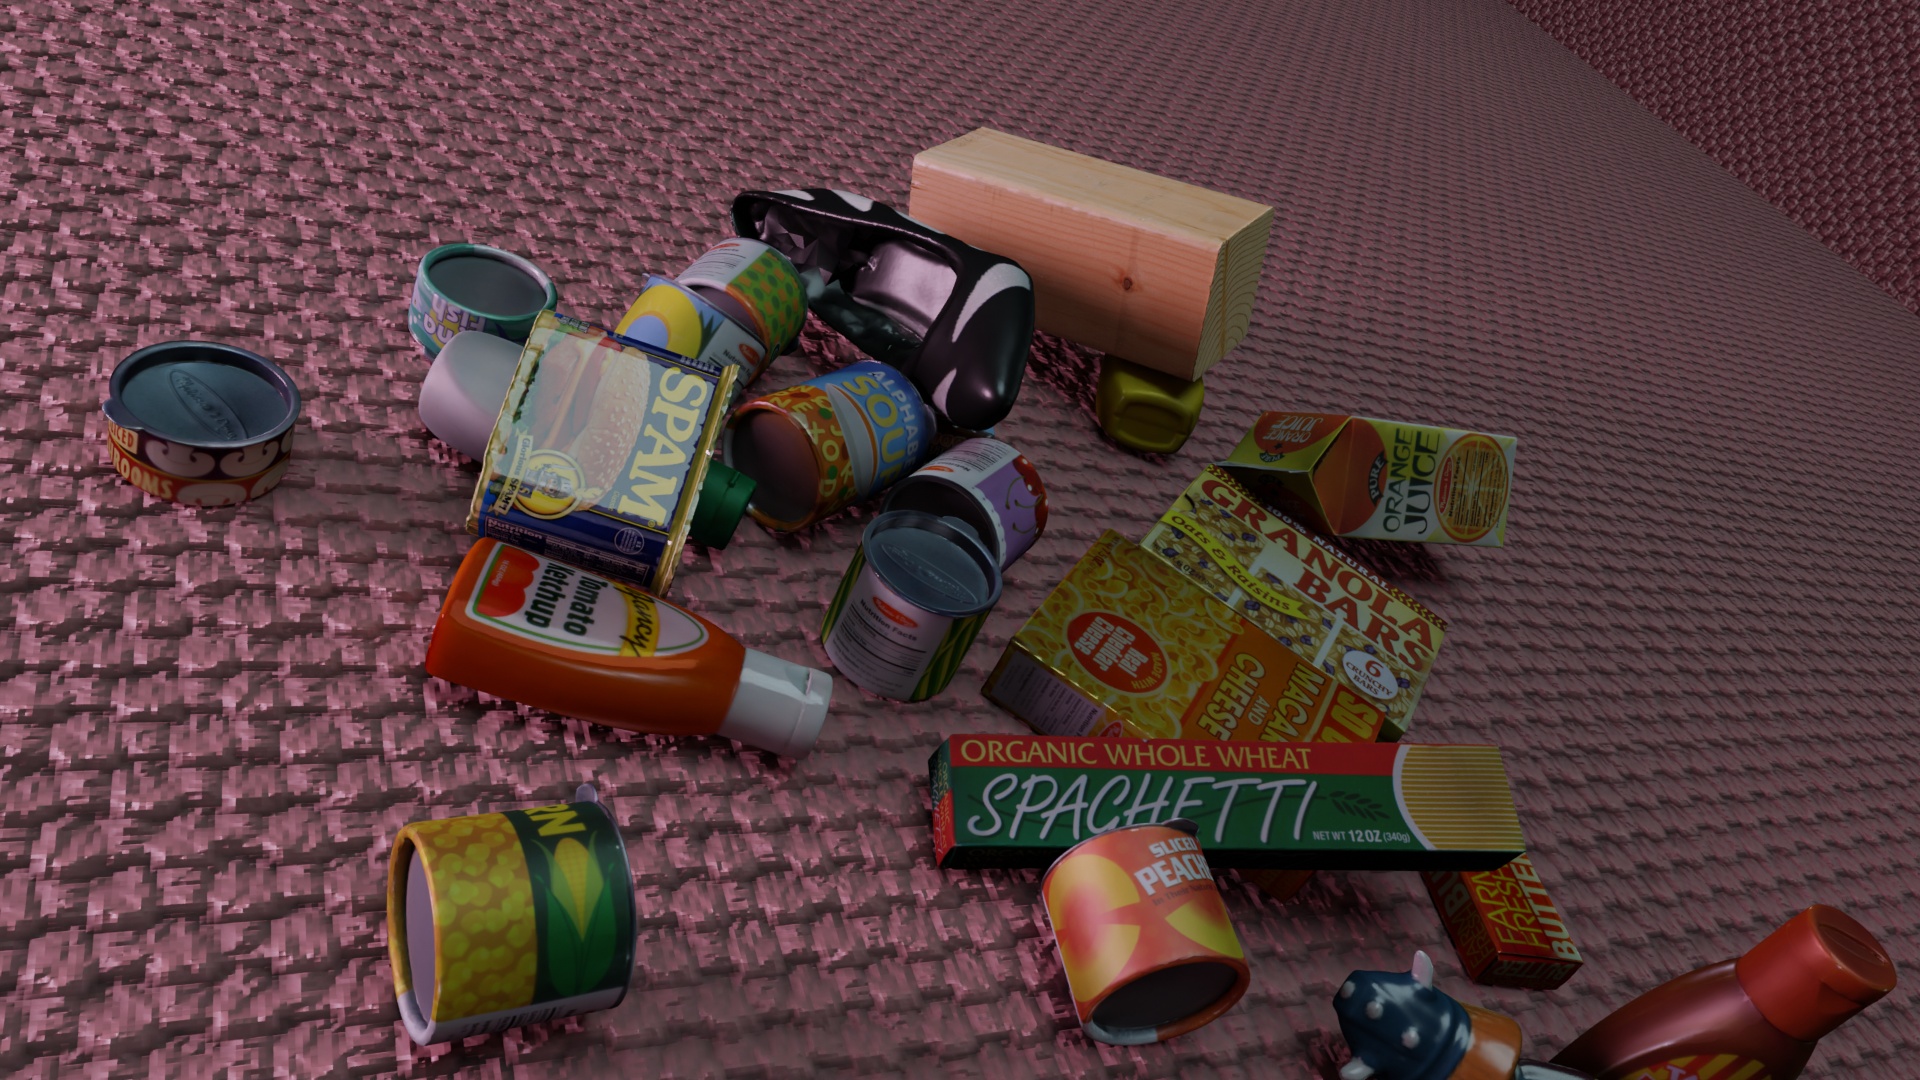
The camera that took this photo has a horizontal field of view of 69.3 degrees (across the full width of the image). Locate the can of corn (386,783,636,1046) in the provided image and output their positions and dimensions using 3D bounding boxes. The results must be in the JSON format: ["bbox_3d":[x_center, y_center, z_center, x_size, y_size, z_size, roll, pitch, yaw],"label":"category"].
[{"bbox_3d":[-0.140,0.114,0.429,0.058,0.070,0.071,-1,45,-34],"label":"can of corn"}]

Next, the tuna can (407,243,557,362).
[{"bbox_3d":[-0.234,-0.113,0.678,0.071,0.032,0.071,18,36,-14],"label":"tuna can"}]

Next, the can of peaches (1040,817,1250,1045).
[{"bbox_3d":[0.071,0.148,0.526,0.071,0.071,0.058,9,41,-25],"label":"can of peaches"}]

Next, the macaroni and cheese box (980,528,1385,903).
[{"bbox_3d":[0.110,0.078,0.665,0.166,0.040,0.124,35,37,10],"label":"macaroni and cheese box"}]

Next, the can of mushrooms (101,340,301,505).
[{"bbox_3d":[-0.302,-0.046,0.550,0.071,0.033,0.071,19,37,-14],"label":"can of mushrooms"}]

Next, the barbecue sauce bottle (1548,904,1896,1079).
[{"bbox_3d":[0.295,0.199,0.545,0.065,0.147,0.044,29,35,1],"label":"barbecue sauce bottle"}]

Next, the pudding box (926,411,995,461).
[{"bbox_3d":[-0.010,-0.079,0.788,0.050,0.030,0.084,14,38,-18],"label":"pudding box"}]

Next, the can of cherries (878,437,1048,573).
[{"bbox_3d":[0.002,-0.009,0.683,0.071,0.071,0.059,36,35,11],"label":"can of cherries"}]

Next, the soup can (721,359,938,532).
[{"bbox_3d":[-0.063,-0.047,0.679,0.071,0.071,0.084,40,37,16],"label":"soup can"}]

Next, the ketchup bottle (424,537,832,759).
[{"bbox_3d":[-0.126,0.048,0.543,0.149,0.043,0.065,20,30,-13],"label":"ketchup bottle"}]

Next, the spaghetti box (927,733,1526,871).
[{"bbox_3d":[0.112,0.111,0.580,0.250,0.028,0.050,3,58,-11],"label":"spaghetti box"}]

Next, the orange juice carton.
[{"bbox_3d":[0.247,-0.038,0.851,0.193,0.073,0.072,3,6,-31],"label":"orange juice carton"}]

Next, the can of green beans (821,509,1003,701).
[{"bbox_3d":[-0.022,0.029,0.622,0.071,0.057,0.071,18,37,-14],"label":"can of green beans"}]

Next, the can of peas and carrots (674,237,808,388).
[{"bbox_3d":[-0.120,-0.116,0.733,0.071,0.070,0.059,28,36,0],"label":"can of peas and carrots"}]

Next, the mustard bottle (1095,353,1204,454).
[{"bbox_3d":[0.124,-0.116,0.908,0.065,0.048,0.161,17,36,-4],"label":"mustard bottle"}]

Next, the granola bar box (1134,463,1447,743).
[{"bbox_3d":[0.178,0.036,0.764,0.166,0.038,0.125,36,36,10],"label":"granola bar box"}]

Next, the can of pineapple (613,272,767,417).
[{"bbox_3d":[-0.137,-0.086,0.667,0.071,0.058,0.071,31,-6,4],"label":"can of pineapple"}]

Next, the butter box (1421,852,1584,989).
[{"bbox_3d":[0.251,0.163,0.668,0.053,0.024,0.104,13,38,-21],"label":"butter box"}]

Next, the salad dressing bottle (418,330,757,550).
[{"bbox_3d":[-0.166,-0.043,0.629,0.148,0.043,0.064,26,35,-6],"label":"salad dressing bottle"}]
